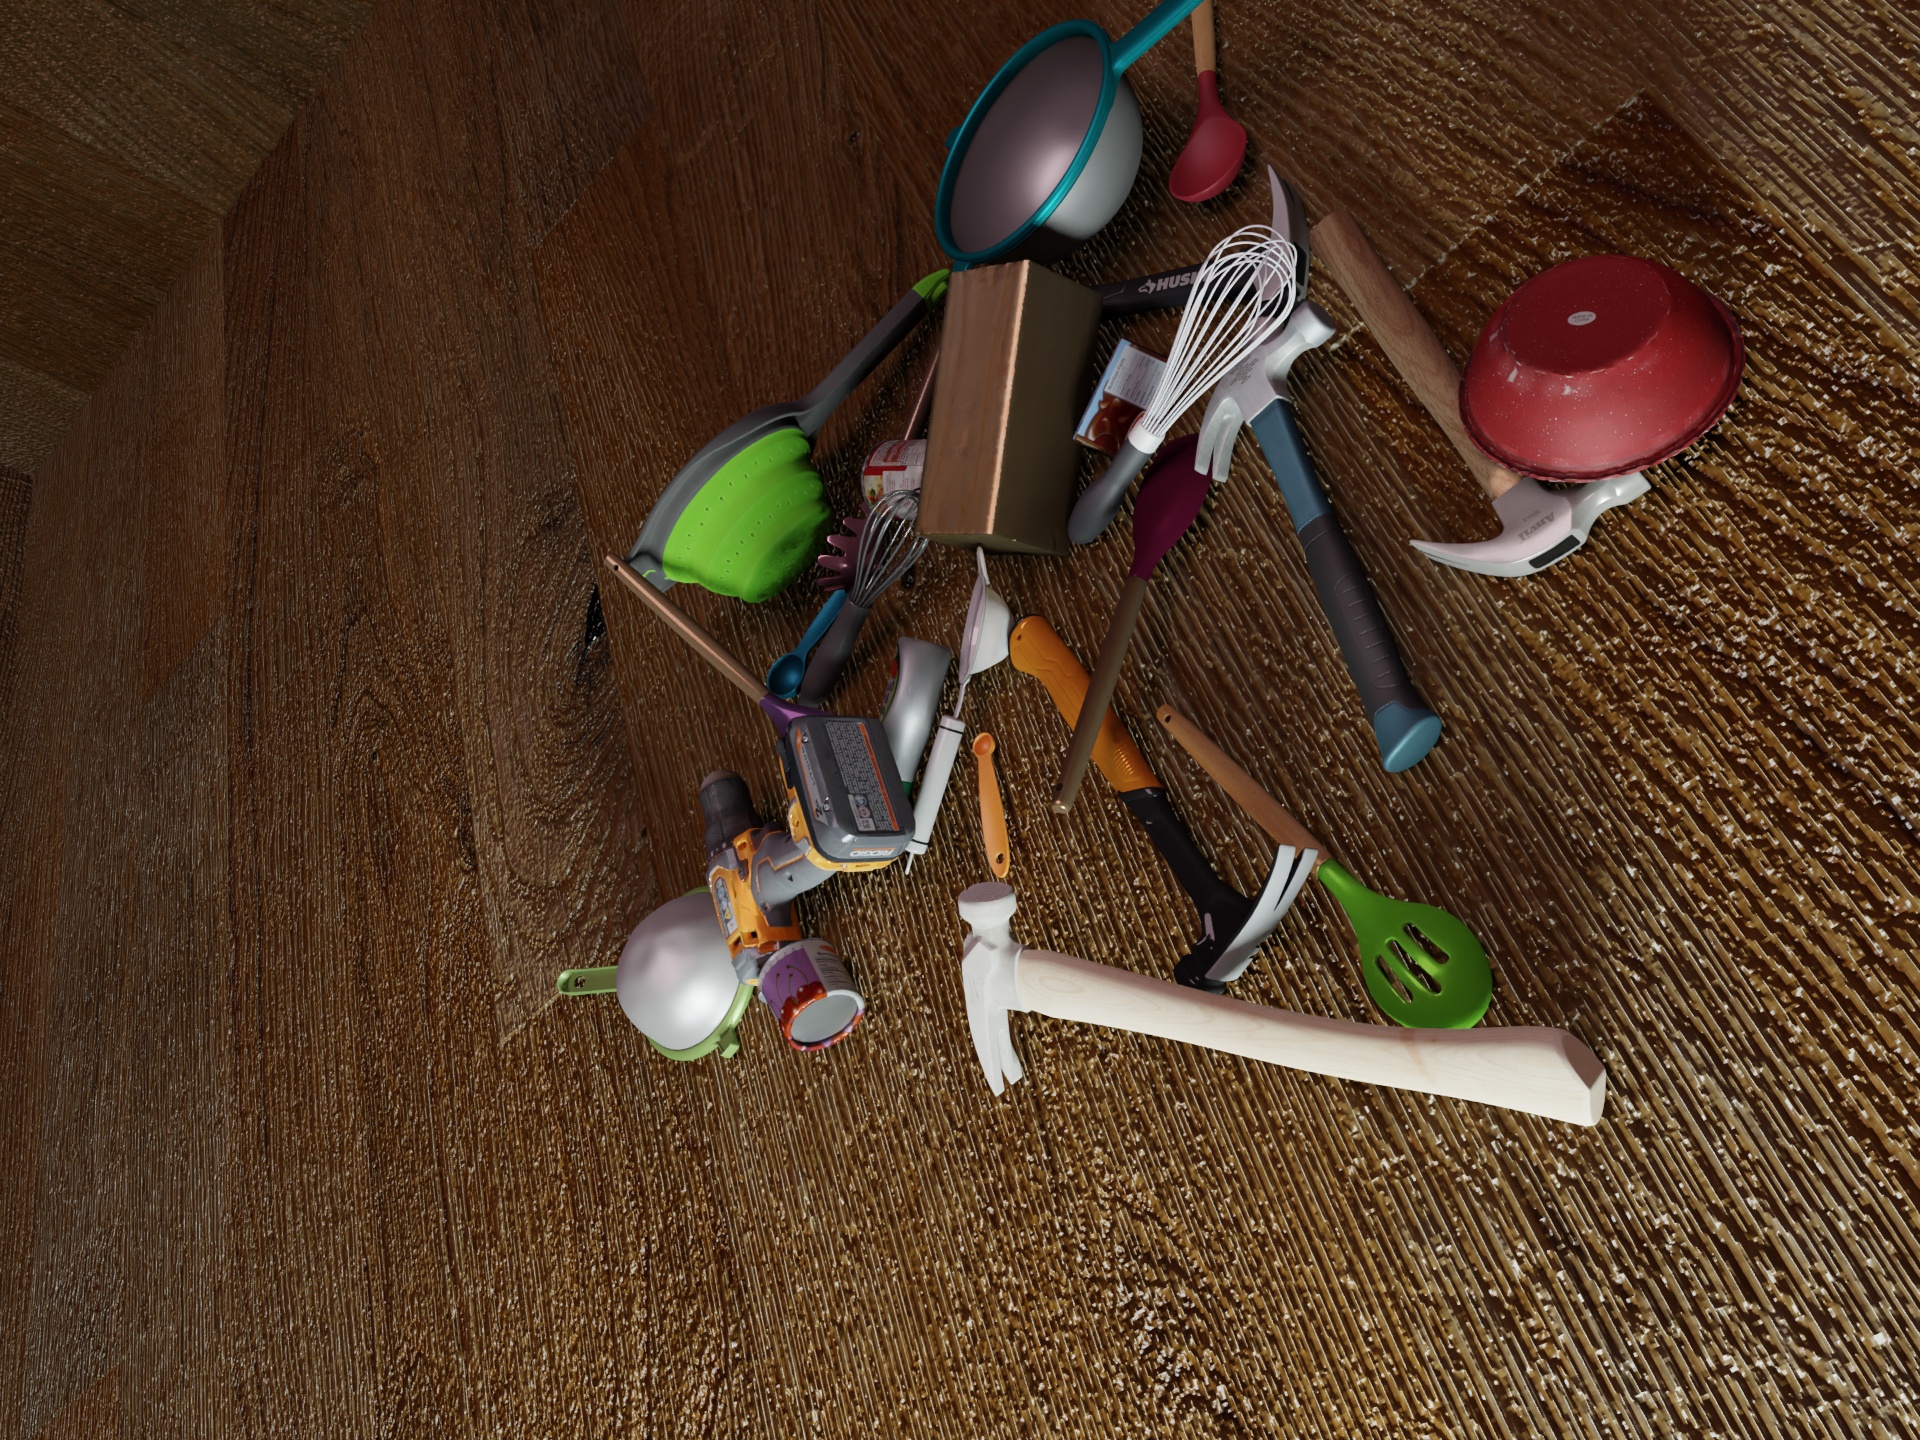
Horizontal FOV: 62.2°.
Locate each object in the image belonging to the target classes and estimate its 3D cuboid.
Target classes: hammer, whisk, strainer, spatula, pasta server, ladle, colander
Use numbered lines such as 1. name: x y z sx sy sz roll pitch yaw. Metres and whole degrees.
1. hammer: 0.118 0.029 1.093 0.127 0.034 0.337 -60 40 27
2. whisk: -0.082 -0.095 1.307 0.238 0.055 0.055 -59 41 32
3. whisk: 0.149 -0.225 1.126 0.284 0.070 0.070 -56 41 41
4. strainer: 0.121 -0.476 1.259 0.340 0.095 0.211 -30 49 40
5. strainer: -0.002 -0.004 1.229 0.087 0.050 0.258 -151 78 -82
6. spatula: -0.178 -0.037 1.310 0.316 0.018 0.059 41 104 11
7. hammer: 0.240 -0.117 1.045 0.128 0.033 0.331 -40 51 37
8. pasta server: -0.048 -0.254 1.379 0.040 0.060 0.316 18 81 15
9. hammer: 0.173 0.194 0.961 0.411 0.038 0.146 5 109 38
10. hammer: 0.307 -0.224 1.041 0.130 0.031 0.332 -39 50 24
11. strainer: -0.285 0.215 1.377 0.256 0.069 0.152 -12 65 38
12. ladle: 0.196 -0.539 1.283 0.069 0.031 0.316 -17 59 35
13. colander: -0.122 -0.230 1.399 0.094 0.204 0.397 43 88 10
14. hammer: 0.125 -0.337 1.257 0.335 0.035 0.146 2 75 44

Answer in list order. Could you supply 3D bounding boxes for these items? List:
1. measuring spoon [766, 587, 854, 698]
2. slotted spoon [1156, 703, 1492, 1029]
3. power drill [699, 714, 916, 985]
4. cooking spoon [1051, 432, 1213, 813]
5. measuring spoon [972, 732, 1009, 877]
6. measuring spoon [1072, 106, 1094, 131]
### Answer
1. measuring spoon: -0.122 -0.071 1.391 0.042 0.021 0.128 34 87 42
2. slotted spoon: 0.213 0.079 1.002 0.070 0.031 0.314 -55 44 14
3. power drill: -0.136 0.080 1.252 0.226 0.084 0.186 -48 52 42
4. cooking spoon: 0.117 -0.077 1.118 0.069 0.017 0.319 -6 55 45
5. measuring spoon: 0.026 0.063 1.197 0.021 0.011 0.117 -26 60 33
6. measuring spoon: 0.100 -0.516 1.373 0.124 0.018 0.034 21 110 52
